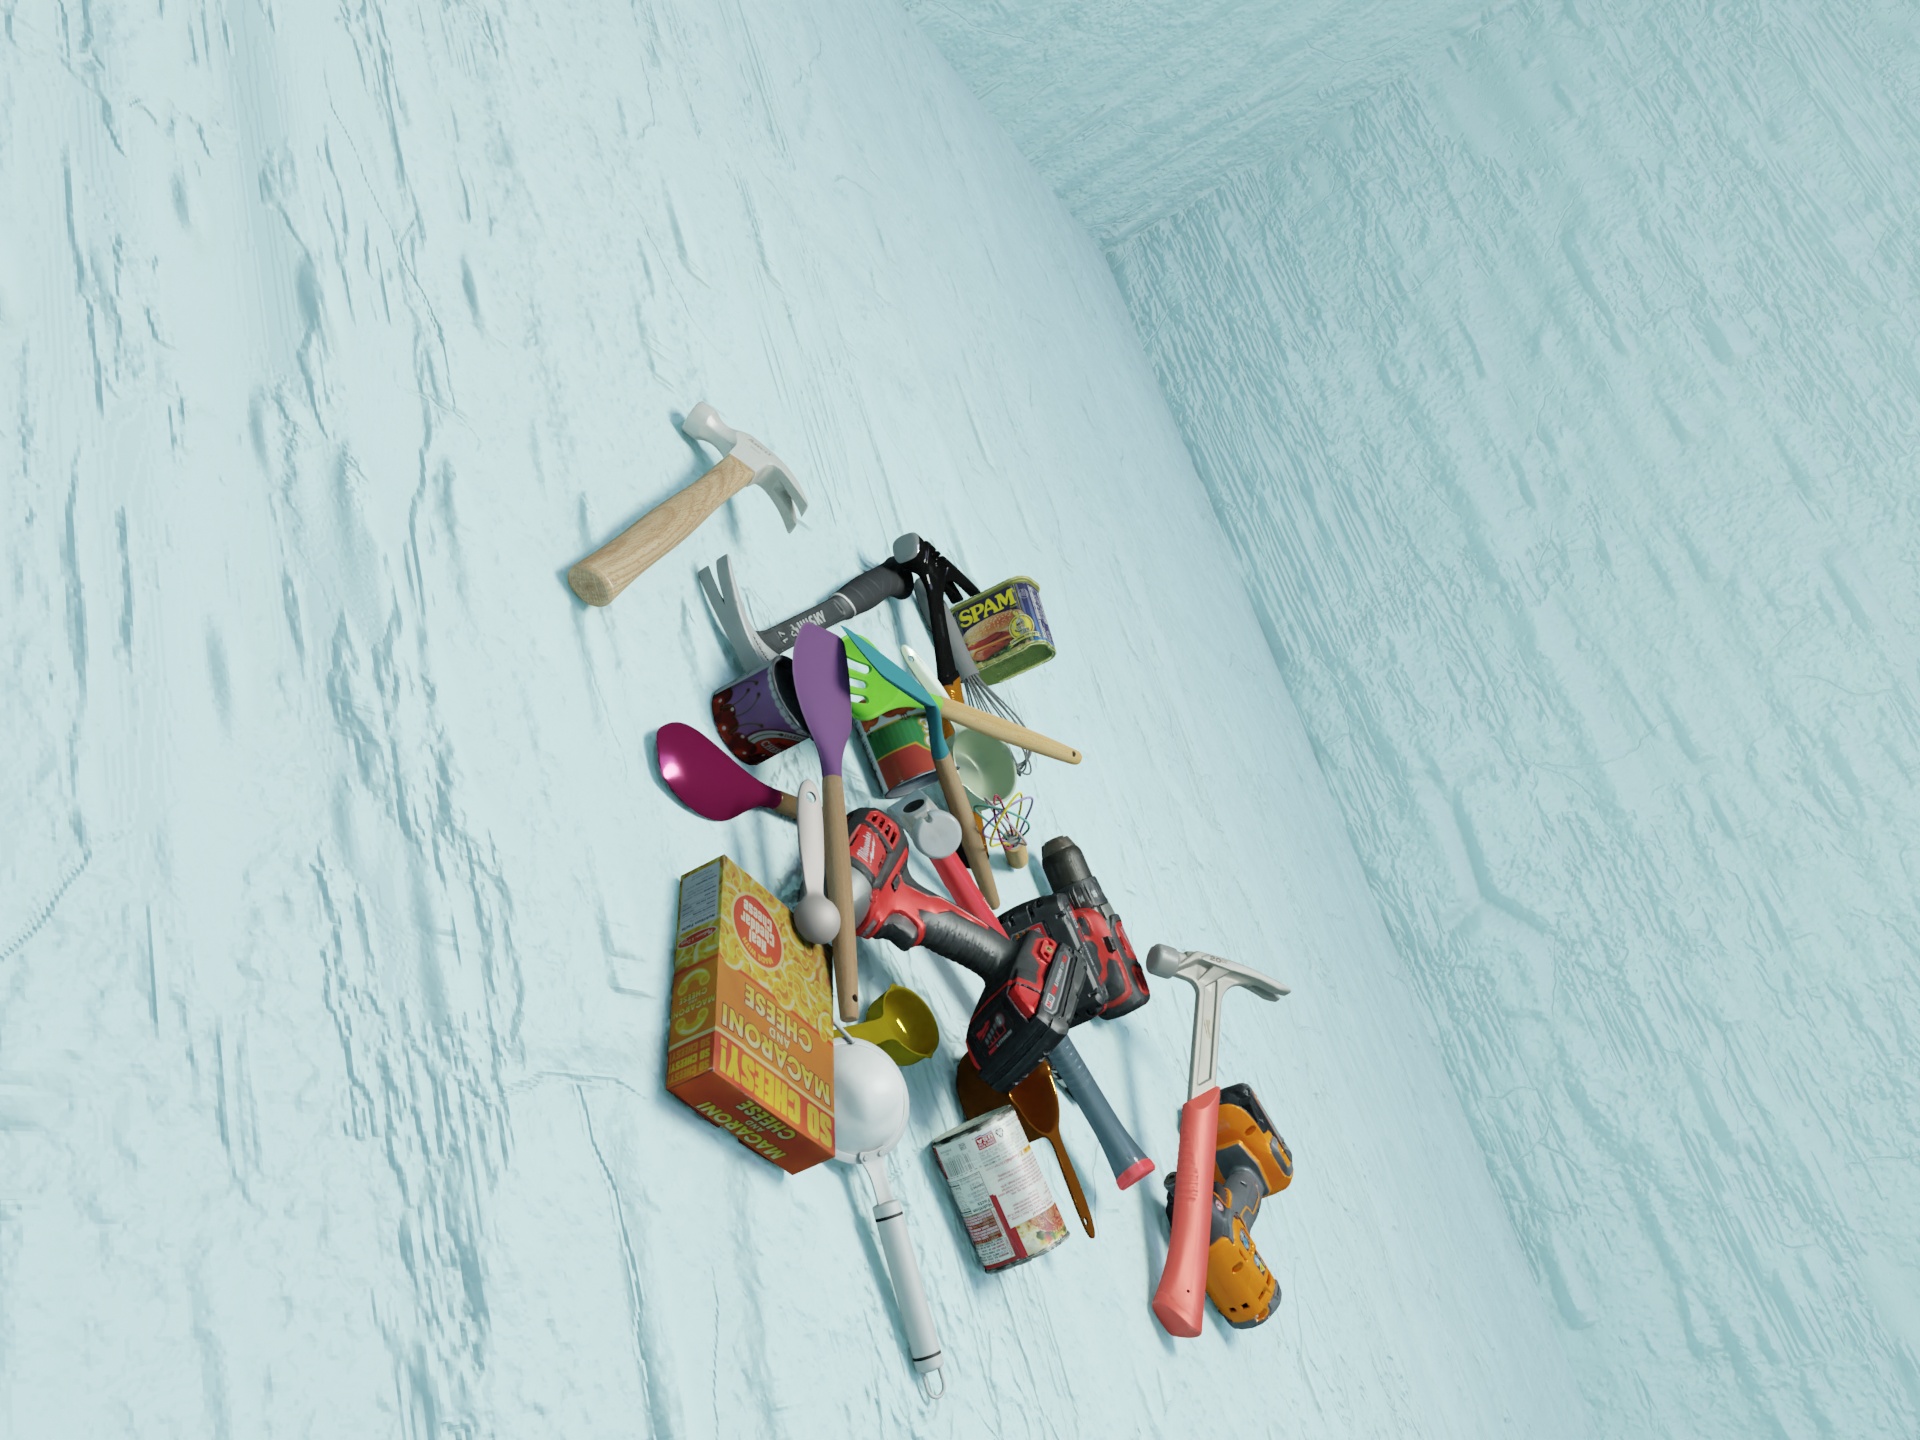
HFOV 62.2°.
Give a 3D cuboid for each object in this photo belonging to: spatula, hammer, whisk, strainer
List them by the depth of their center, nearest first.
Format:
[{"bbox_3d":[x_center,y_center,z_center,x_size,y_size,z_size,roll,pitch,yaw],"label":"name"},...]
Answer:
[{"bbox_3d":[-0.048,0.314,1.046,0.087,0.050,0.258,-8,76,-37],"label":"strainer"},{"bbox_3d":[-0.092,0.064,1.143,0.059,0.018,0.316,24,48,-42],"label":"spatula"},{"bbox_3d":[-0.211,-0.159,1.224,0.130,0.031,0.331,35,29,-4],"label":"hammer"},{"bbox_3d":[-0.020,0.050,1.313,0.082,0.044,0.317,49,-17,51],"label":"spatula"},{"bbox_3d":[0.053,0.229,1.339,0.386,0.038,0.143,60,-8,-12],"label":"hammer"},{"bbox_3d":[-0.116,-0.103,1.421,0.149,0.036,0.409,60,20,-5],"label":"hammer"},{"bbox_3d":[0.043,0.108,1.444,0.244,0.051,0.047,72,20,-74],"label":"whisk"},{"bbox_3d":[0.229,0.386,1.476,0.149,0.036,0.359,20,55,-14],"label":"hammer"},{"bbox_3d":[-0.006,-0.014,1.524,0.127,0.034,0.337,36,39,-52],"label":"hammer"},{"bbox_3d":[0.011,-0.046,1.641,0.239,0.055,0.055,63,20,12],"label":"whisk"}]

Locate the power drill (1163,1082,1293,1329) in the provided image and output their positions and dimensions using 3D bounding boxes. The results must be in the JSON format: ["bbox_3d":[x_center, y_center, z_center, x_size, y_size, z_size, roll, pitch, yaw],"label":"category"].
[{"bbox_3d":[0.258,0.458,1.564,0.164,0.084,0.226,58,25,-12],"label":"power drill"}]

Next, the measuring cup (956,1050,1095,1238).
[{"bbox_3d":[0.052,0.334,1.258,0.174,0.052,0.095,67,20,6],"label":"measuring cup"}]

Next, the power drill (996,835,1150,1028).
[{"bbox_3d":[0.102,0.201,1.512,0.188,0.080,0.226,67,18,11],"label":"power drill"}]

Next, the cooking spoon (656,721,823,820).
[{"bbox_3d":[-0.126,0.065,1.205,0.318,0.017,0.069,30,43,-56],"label":"cooking spoon"}]

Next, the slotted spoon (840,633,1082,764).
[{"bbox_3d":[-0.002,-0.004,1.370,0.313,0.031,0.070,20,68,-41],"label":"slotted spoon"}]

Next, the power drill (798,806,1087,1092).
[{"bbox_3d":[-0.021,0.166,1.179,0.219,0.078,0.143,37,28,-3],"label":"power drill"}]

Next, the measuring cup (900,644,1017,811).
[{"bbox_3d":[-0.014,0.008,1.432,0.167,0.038,0.083,56,41,0],"label":"measuring cup"}]

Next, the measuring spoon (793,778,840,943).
[{"bbox_3d":[-0.099,0.093,1.093,0.034,0.018,0.124,14,55,-33],"label":"measuring spoon"}]

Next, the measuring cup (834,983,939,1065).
[{"bbox_3d":[-0.073,0.230,1.136,0.156,0.029,0.062,-4,60,-55],"label":"measuring cup"}]
